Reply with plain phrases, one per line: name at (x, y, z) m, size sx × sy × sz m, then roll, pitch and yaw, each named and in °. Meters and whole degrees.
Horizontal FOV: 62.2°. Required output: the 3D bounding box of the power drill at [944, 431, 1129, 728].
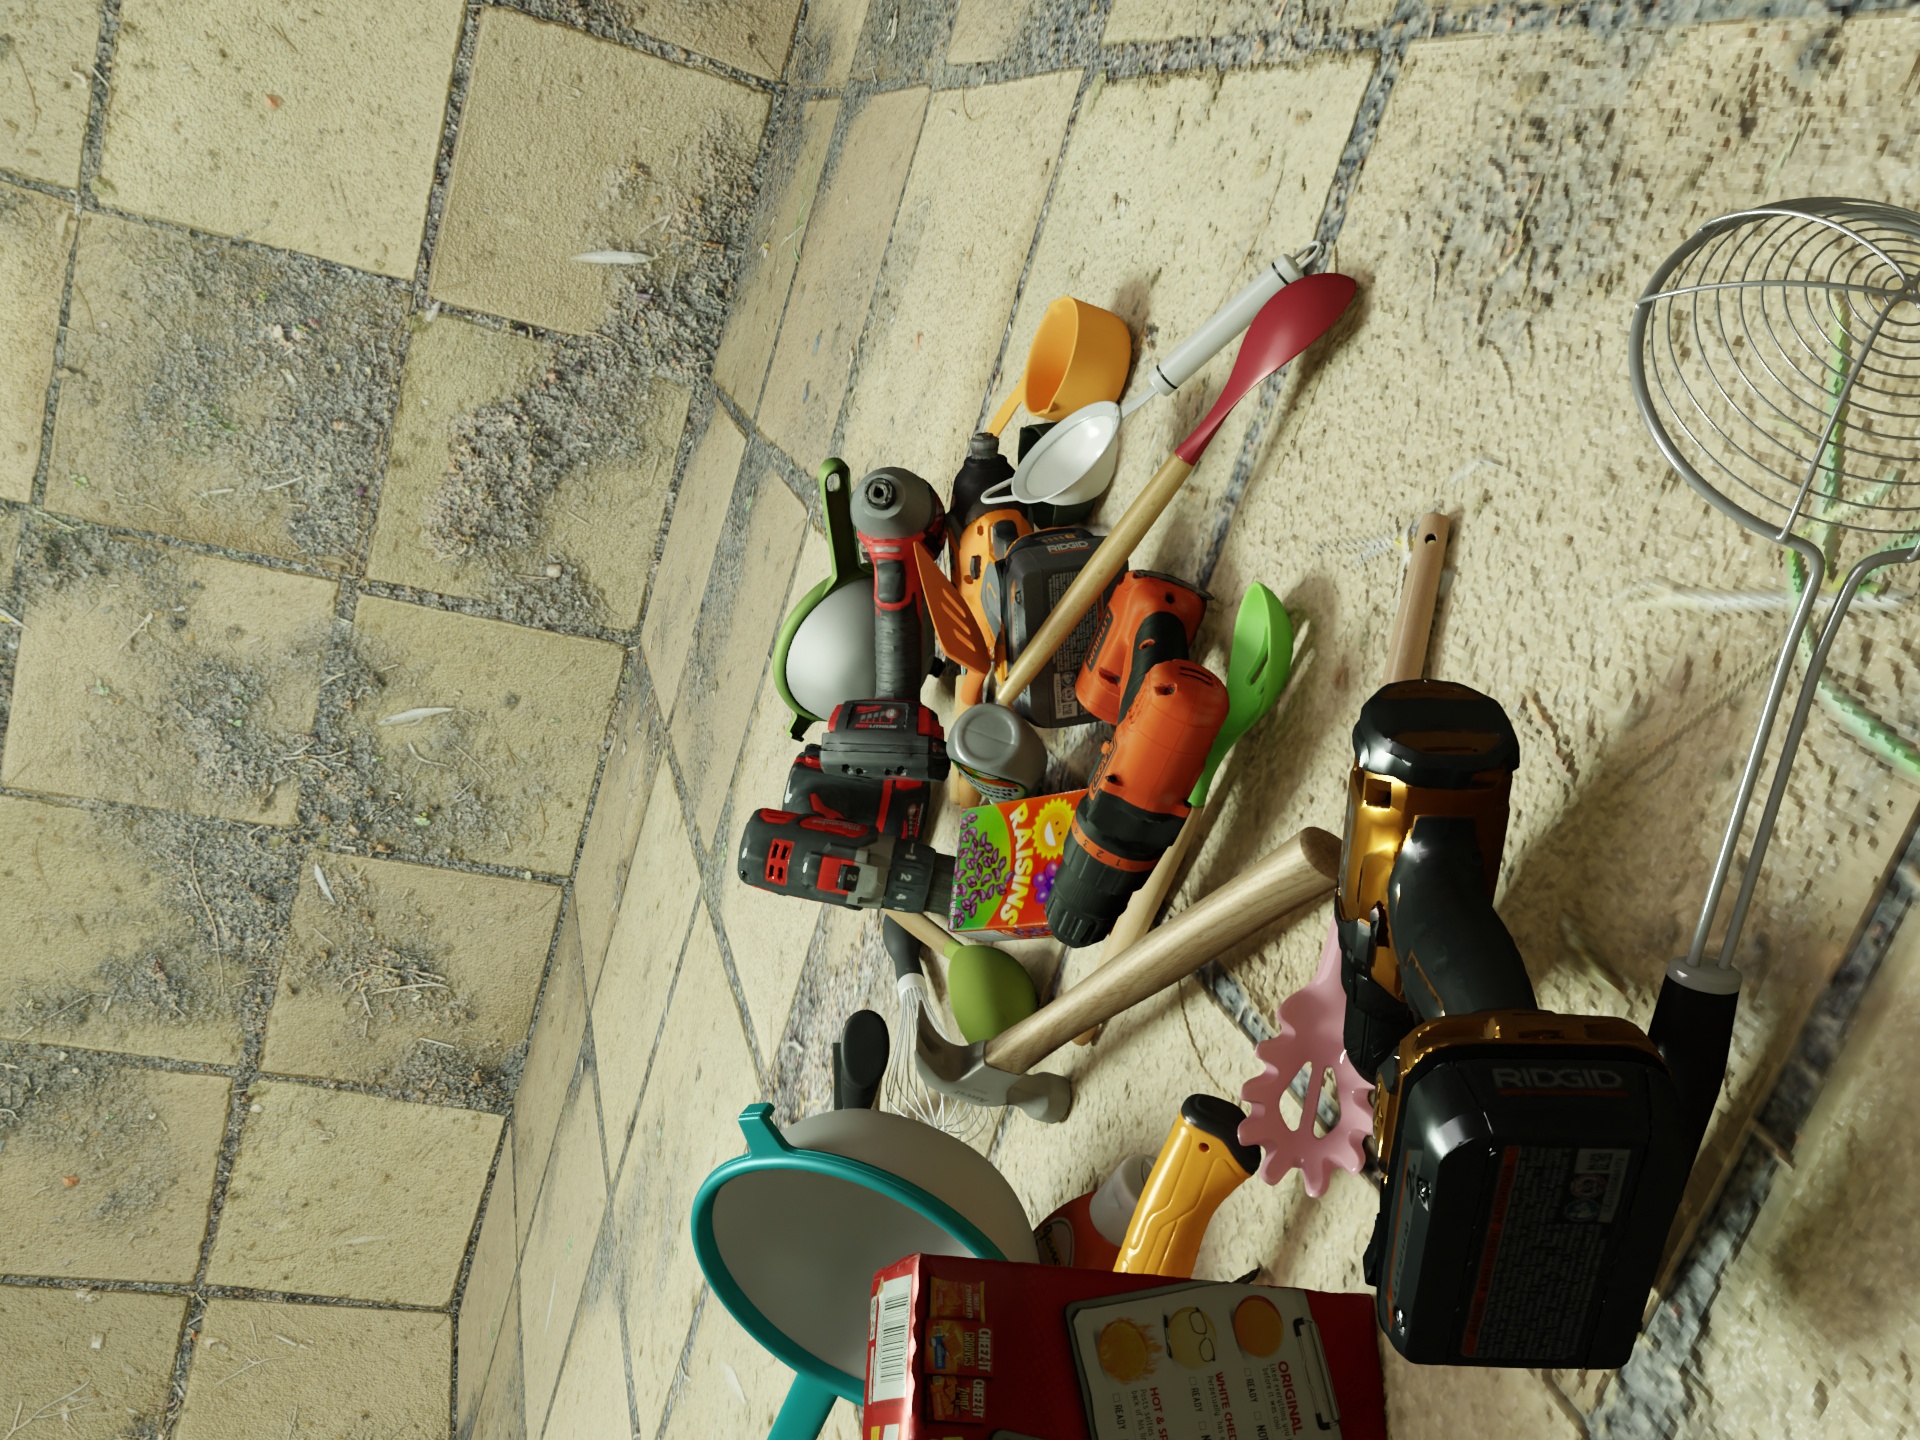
power drill at (0.043, -0.100, 1.077) m, size 0.227 × 0.084 × 0.164 m, roll -128°, pitch 31°, yaw -66°

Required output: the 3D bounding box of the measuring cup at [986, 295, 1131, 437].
measuring cup at (0.071, -0.242, 1.184) m, size 0.173 × 0.052 × 0.095 m, roll 137°, pitch 140°, yaw -60°

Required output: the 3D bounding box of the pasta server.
pasta server at (0.186, 0.056, 0.728) m, size 0.040 × 0.060 × 0.316 m, roll 30°, pitch -107°, yaw -73°

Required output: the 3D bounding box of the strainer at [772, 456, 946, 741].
strainer at (-0.073, -0.085, 1.243) m, size 0.069 × 0.151 × 0.256 m, roll 47°, pitch 154°, yaw 39°

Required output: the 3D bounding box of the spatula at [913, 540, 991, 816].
spatula at (-0.002, -0.003, 1.079) m, size 0.322 × 0.041 × 0.081 m, roll 90°, pitch 167°, yaw -61°

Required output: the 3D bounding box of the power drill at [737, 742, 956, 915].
power drill at (-0.064, 0.091, 1.220) m, size 0.227 × 0.188 × 0.080 m, roll -86°, pitch 8°, yaw -79°

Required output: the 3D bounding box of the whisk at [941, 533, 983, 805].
whisk at (0.008, -0.055, 1.252) m, size 0.047 × 0.051 × 0.245 m, roll -4°, pitch 77°, yaw 33°

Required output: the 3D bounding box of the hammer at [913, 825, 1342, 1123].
hammer at (0.085, 0.142, 0.864) m, size 0.331 × 0.130 × 0.031 m, roll -43°, pitch 35°, yaw 43°

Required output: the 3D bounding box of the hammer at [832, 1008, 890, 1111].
hammer at (-0.074, 0.267, 1.143) m, size 0.334 × 0.035 × 0.146 m, roll 101°, pitch 169°, yaw -63°

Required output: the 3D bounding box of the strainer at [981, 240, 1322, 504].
strainer at (0.119, -0.200, 0.971) m, size 0.258 × 0.050 × 0.087 m, roll -39°, pitch 28°, yaw 28°

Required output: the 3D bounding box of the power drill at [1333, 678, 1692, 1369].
power drill at (0.176, 0.117, 0.571) m, size 0.226 × 0.084 × 0.185 m, roll -84°, pitch -7°, yaw -57°

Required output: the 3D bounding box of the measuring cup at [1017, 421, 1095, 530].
measuring cup at (0.064, -0.160, 1.178) m, size 0.167 × 0.038 × 0.083 m, roll 113°, pitch 142°, yaw -68°

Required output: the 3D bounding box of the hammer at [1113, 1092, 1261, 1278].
hammer at (0.063, 0.329, 0.775) m, size 0.034 × 0.127 × 0.336 m, roll -25°, pitch -45°, yaw -69°

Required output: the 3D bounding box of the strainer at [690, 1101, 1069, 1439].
strainer at (-0.054, 0.332, 0.929) m, size 0.095 × 0.211 × 0.340 m, roll -56°, pitch -10°, yaw -48°

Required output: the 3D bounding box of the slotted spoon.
slotted spoon at (0.122, 0.065, 0.905) m, size 0.070 × 0.031 × 0.313 m, roll -99°, pitch 26°, yaw -60°

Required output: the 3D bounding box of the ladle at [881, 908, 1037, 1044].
ladle at (-0.025, 0.167, 1.158) m, size 0.062 × 0.078 × 0.320 m, roll -36°, pitch 18°, yaw -13°

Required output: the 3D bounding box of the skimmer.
skimmer at (0.254, 0.017, 0.526) m, size 0.090 × 0.127 × 0.363 m, roll -69°, pitch -14°, yaw -71°

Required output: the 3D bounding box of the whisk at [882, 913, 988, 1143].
whisk at (-0.030, 0.220, 1.182) m, size 0.285 × 0.070 × 0.070 m, roll -107°, pitch 35°, yaw -62°

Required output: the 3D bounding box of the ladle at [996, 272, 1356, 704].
ladle at (0.114, -0.130, 0.920) m, size 0.315 × 0.031 × 0.069 m, roll -53°, pitch 18°, yaw 20°

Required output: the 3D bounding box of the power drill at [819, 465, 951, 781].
power drill at (-0.048, -0.069, 1.131) m, size 0.143 × 0.078 × 0.220 m, roll 32°, pitch -120°, yaw -81°
